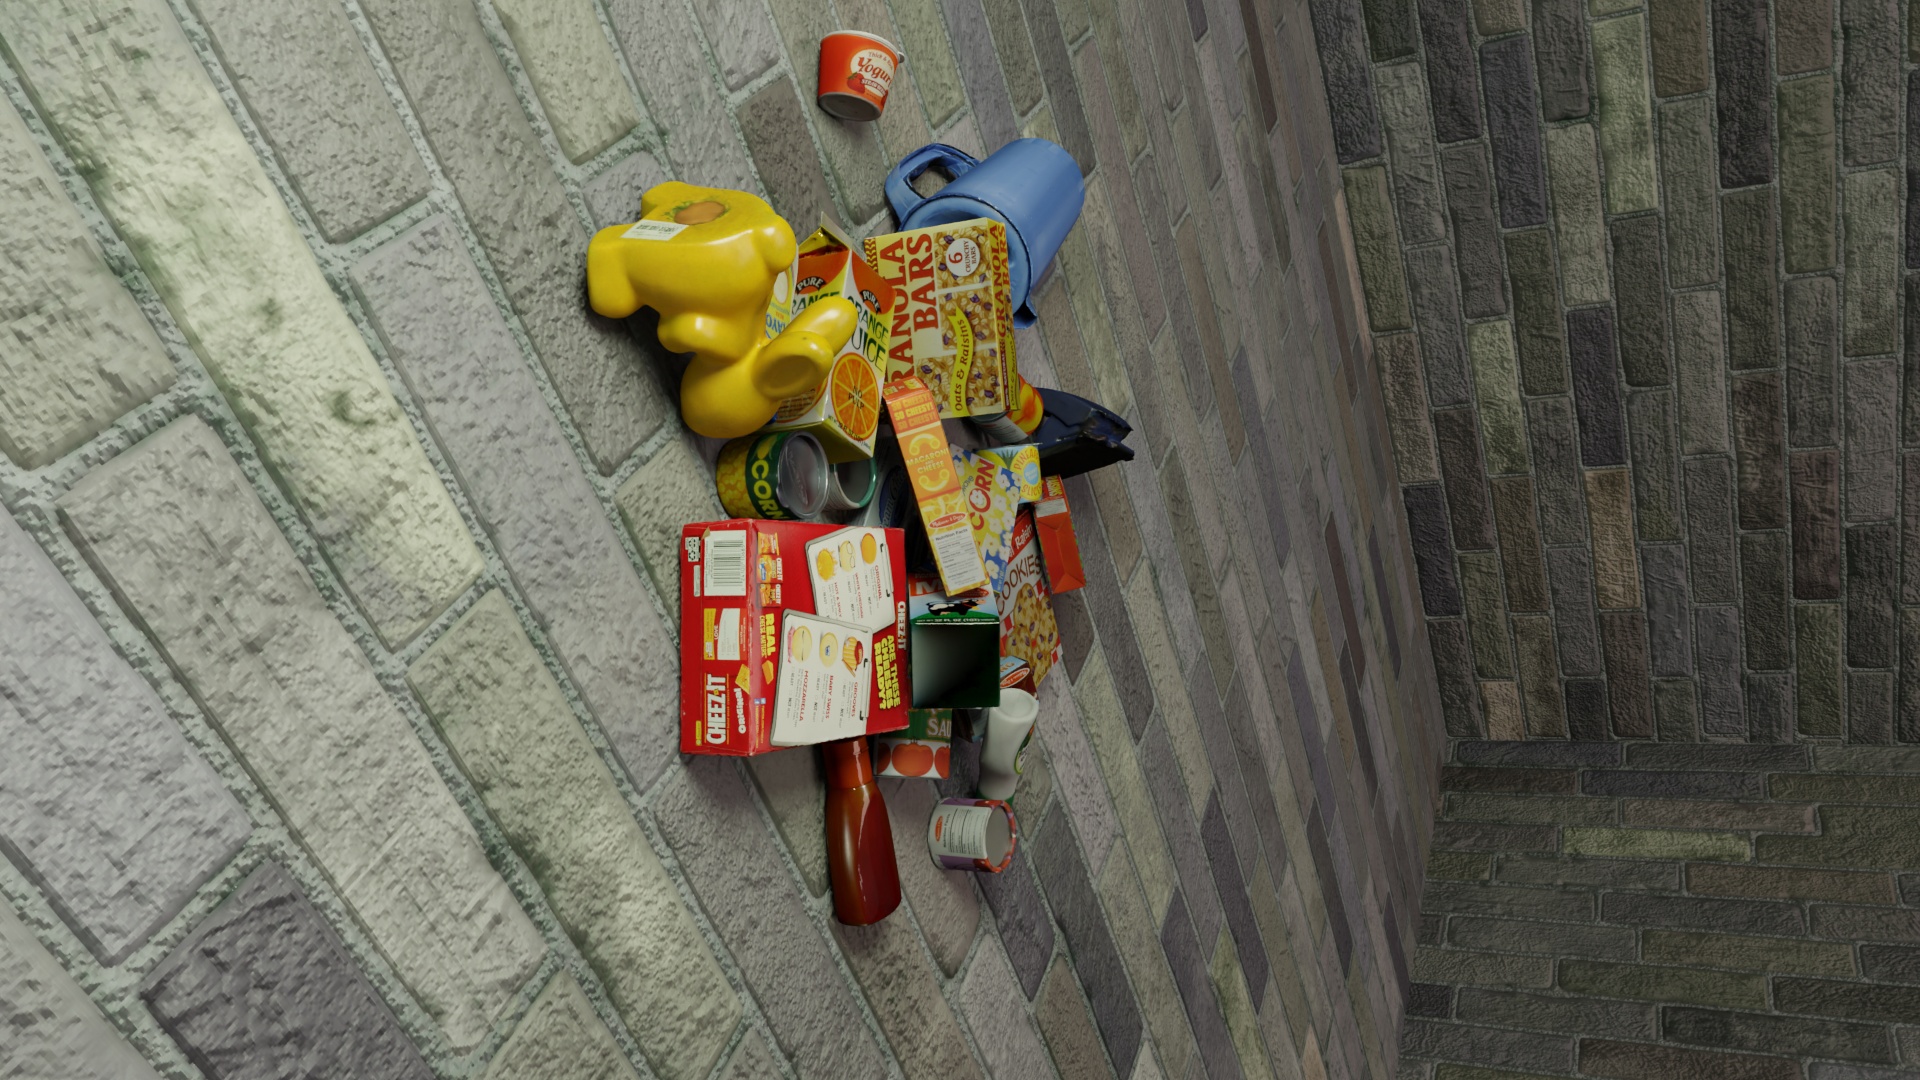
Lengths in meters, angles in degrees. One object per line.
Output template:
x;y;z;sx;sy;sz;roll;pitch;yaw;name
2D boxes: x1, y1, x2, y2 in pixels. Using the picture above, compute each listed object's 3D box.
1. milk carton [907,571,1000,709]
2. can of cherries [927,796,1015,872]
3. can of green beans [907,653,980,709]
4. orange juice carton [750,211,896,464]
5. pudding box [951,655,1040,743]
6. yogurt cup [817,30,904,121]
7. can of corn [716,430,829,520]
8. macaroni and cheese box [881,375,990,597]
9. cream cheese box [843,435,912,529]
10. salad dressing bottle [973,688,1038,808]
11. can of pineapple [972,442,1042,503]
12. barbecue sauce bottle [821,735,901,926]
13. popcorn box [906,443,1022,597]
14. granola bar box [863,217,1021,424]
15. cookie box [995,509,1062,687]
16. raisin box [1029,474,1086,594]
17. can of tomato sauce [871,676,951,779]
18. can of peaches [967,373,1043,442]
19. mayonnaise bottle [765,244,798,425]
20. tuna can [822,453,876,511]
-0.008;0.074;1.167;0.191;0.072;0.073;-98;-173;-76;milk carton
0.013;0.271;1.278;0.071;0.058;0.071;13;75;-60;can of cherries
-0.007;0.120;1.261;0.071;0.058;0.071;13;75;-61;can of green beans
-0.105;-0.161;1.099;0.071;0.073;0.193;37;54;-54;orange juice carton
0.031;0.150;1.318;0.084;0.030;0.049;-27;114;-25;pudding box
-0.089;-0.389;1.170;0.072;0.072;0.054;21;76;-60;yogurt cup
-0.141;-0.046;1.033;0.071;0.058;0.071;12;76;-61;can of corn
-0.023;-0.049;1.153;0.124;0.040;0.166;-120;-167;-77;macaroni and cheese box
-0.068;-0.035;1.203;0.053;0.024;0.104;53;42;-43;cream cheese box
0.039;0.204;1.291;0.064;0.044;0.146;-65;168;-51;salad dressing bottle
0.048;-0.066;1.375;0.071;0.071;0.058;-12;98;-62;can of pineapple
-0.083;0.230;1.122;0.065;0.043;0.148;-21;104;-61;barbecue sauce bottle
0.005;-0.016;1.284;0.085;0.038;0.127;23;62;-24;popcorn box
-0.016;-0.189;1.213;0.039;0.124;0.165;-9;95;-63;granola bar box
0.049;0.068;1.390;0.123;0.040;0.167;-44;124;-55;cookie box
0.099;-0.008;1.444;0.124;0.040;0.085;-93;169;-69;raisin box
-0.039;0.161;1.184;0.071;0.071;0.083;22;68;-59;can of tomato sauce
0.042;-0.139;1.376;0.058;0.071;0.071;34;57;-57;can of peaches
-0.152;-0.162;1.044;0.065;0.041;0.148;21;67;-61;mayonnaise bottle
-0.098;-0.059;1.141;0.071;0.033;0.071;11;78;-61;tuna can
